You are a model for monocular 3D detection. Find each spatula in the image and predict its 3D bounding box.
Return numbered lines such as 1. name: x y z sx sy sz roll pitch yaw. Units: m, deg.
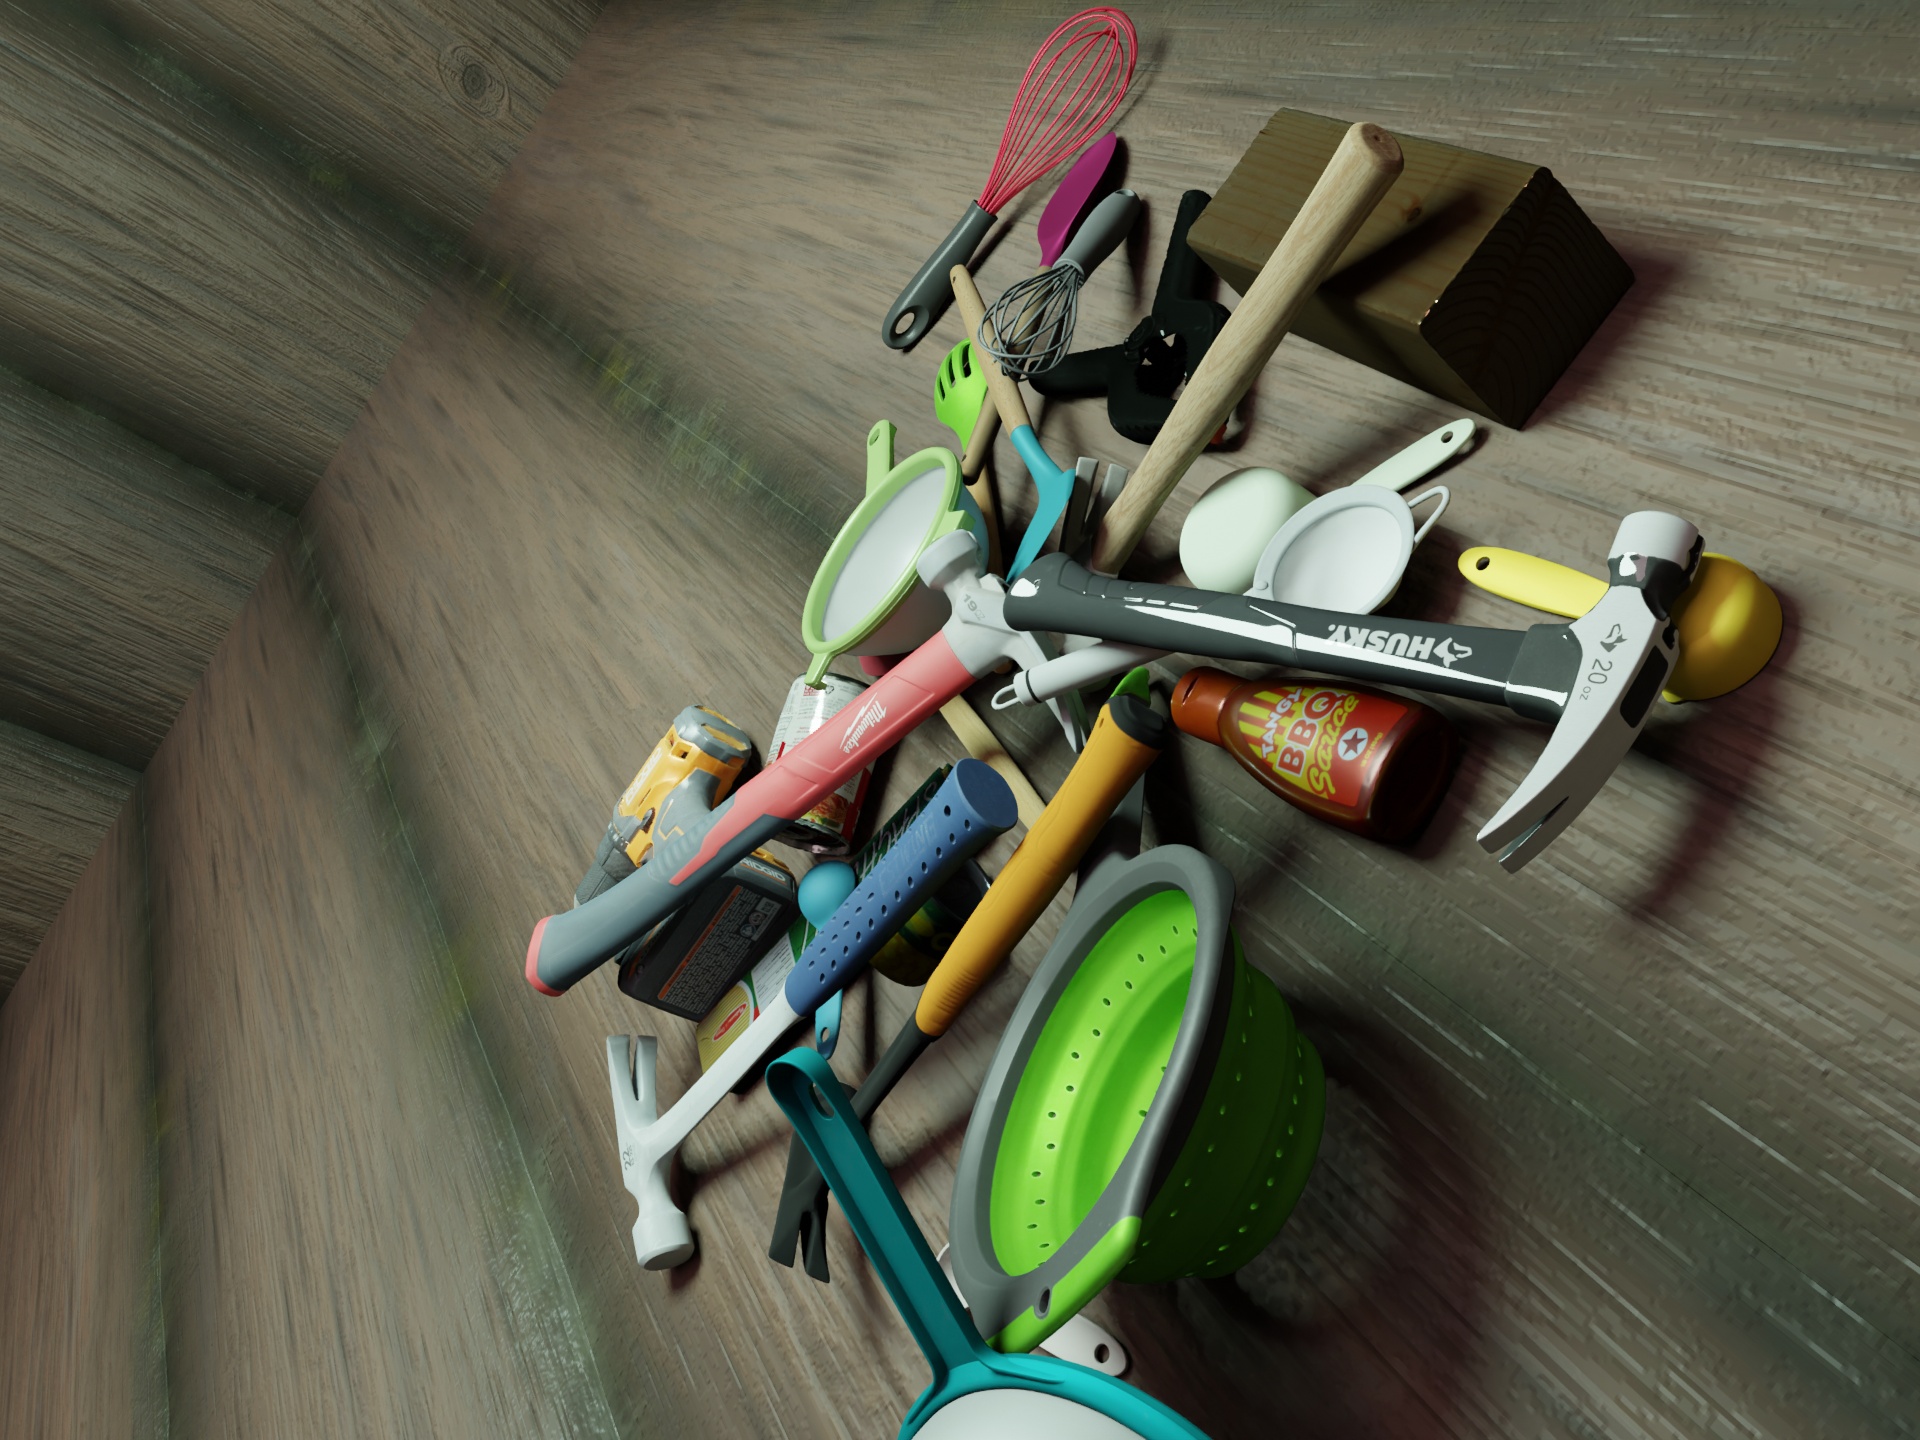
1. spatula: 0.024 -0.198 0.991 0.082 0.044 0.318 -58 35 37

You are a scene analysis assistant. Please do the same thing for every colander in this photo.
1. colander: 0.095 0.113 0.723 0.204 0.094 0.397 -54 14 35

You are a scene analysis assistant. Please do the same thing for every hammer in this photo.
1. hammer: 0.000 0.128 0.780 0.336 0.034 0.127 -57 12 25
2. hammer: -0.104 0.062 0.926 0.386 0.038 0.143 -37 77 18
3. hammer: 0.142 -0.034 0.712 0.335 0.035 0.146 13 73 46
4. hammer: -0.097 0.153 0.878 0.405 0.035 0.144 -49 48 36
5. hammer: 0.123 -0.160 0.817 0.331 0.031 0.130 122 154 -47

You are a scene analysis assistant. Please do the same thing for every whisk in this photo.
1. whisk: 0.072 -0.283 1.006 0.055 0.055 0.239 -23 26 42
2. whisk: 0.030 -0.399 1.190 0.295 0.073 0.073 -51 35 23

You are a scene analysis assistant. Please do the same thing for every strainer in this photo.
1. strainer: -0.001 0.278 0.541 0.211 0.095 0.340 -36 81 41
2. strainer: -0.032 -0.121 1.037 0.151 0.069 0.257 -45 26 24
3. strainer: 0.126 -0.051 0.794 0.258 0.050 0.087 -21 46 26

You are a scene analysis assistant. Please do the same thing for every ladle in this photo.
1. ladle: -0.002 -0.003 0.972 0.069 0.031 0.316 -50 37 10

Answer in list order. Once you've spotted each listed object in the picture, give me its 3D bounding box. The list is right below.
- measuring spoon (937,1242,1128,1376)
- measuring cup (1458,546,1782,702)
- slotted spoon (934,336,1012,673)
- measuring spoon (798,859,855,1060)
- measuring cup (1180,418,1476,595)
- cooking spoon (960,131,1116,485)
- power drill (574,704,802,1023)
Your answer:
1. measuring spoon: 0.034 0.276 0.740 0.124 0.018 0.034 11 74 47
2. measuring cup: 0.264 -0.055 0.667 0.157 0.029 0.062 31 91 53
3. slotted spoon: 0.013 -0.154 1.061 0.070 0.031 0.314 -40 41 35
4. measuring spoon: -0.082 0.135 0.922 0.042 0.021 0.129 -33 43 33
5. measuring cup: 0.180 -0.115 0.809 0.167 0.038 0.083 -30 44 39
6. cooking spoon: 0.052 -0.286 1.085 0.069 0.017 0.319 -18 44 51
7. power drill: -0.200 0.113 1.094 0.185 0.084 0.226 -53 31 13
